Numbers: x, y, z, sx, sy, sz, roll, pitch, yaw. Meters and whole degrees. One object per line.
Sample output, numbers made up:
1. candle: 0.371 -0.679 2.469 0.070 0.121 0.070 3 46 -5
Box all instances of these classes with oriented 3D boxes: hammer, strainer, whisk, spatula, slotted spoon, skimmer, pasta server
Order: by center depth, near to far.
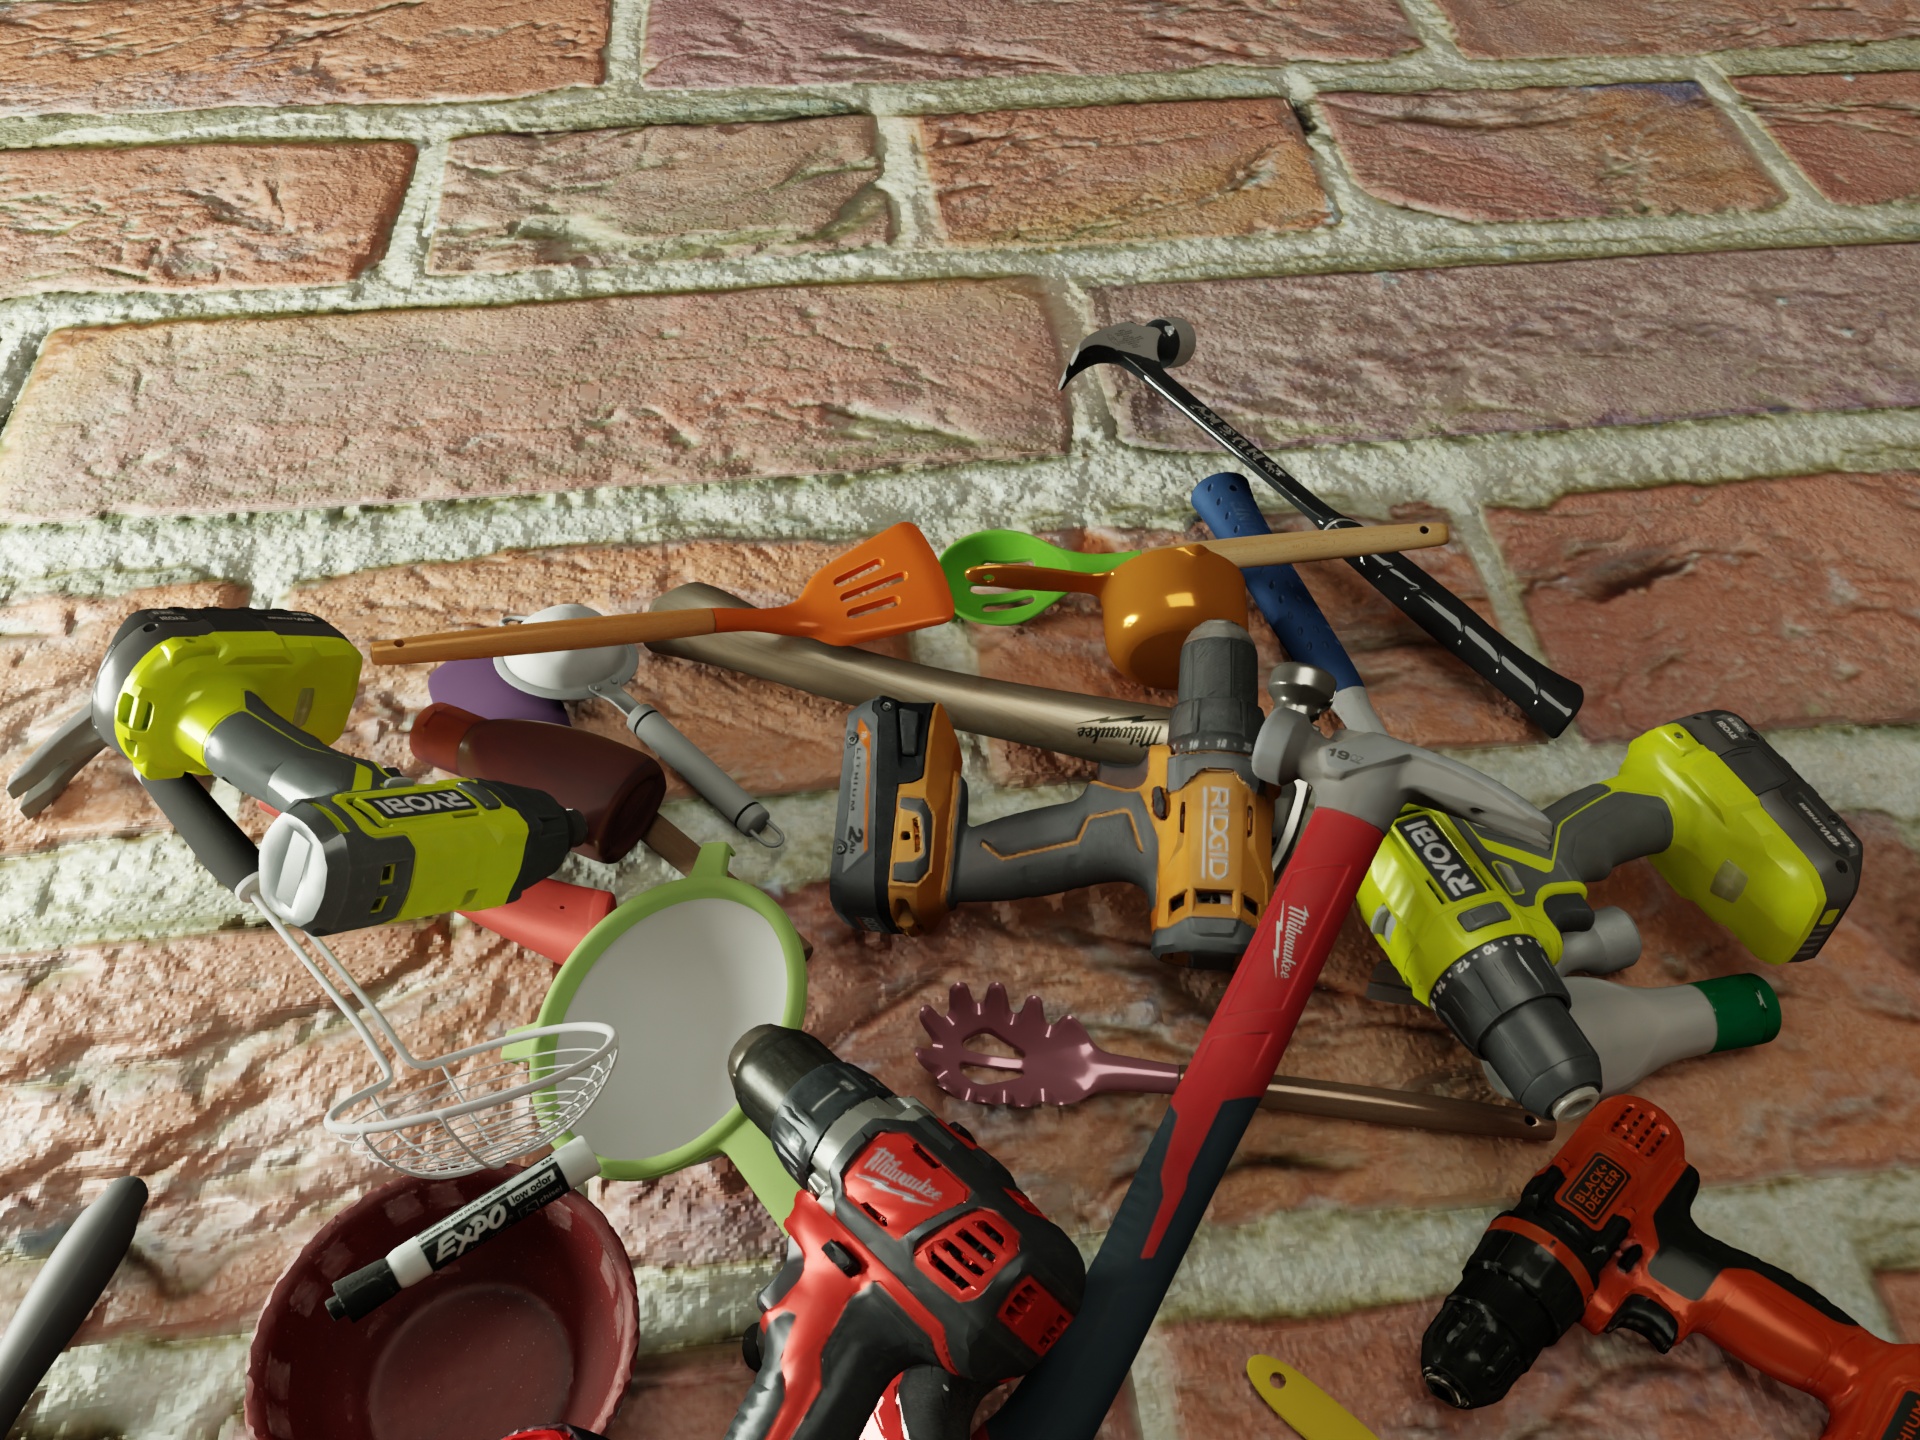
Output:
1. whisk: -0.414 0.298 0.667 0.055 0.055 0.239 10 46 8
2. hammer: 0.127 0.177 0.706 0.143 0.038 0.386 21 70 26
3. strainer: -0.097 0.182 0.734 0.151 0.069 0.257 -44 50 -5
4. skimmer: -0.305 0.092 0.766 0.364 0.090 0.127 36 34 30
5. pasta server: 0.135 0.179 0.785 0.316 0.040 0.060 7 62 3
6. hammer: -0.344 0.061 0.876 0.359 0.036 0.149 23 53 18
7. spatula: -0.163 -0.060 0.898 0.322 0.041 0.081 -8 56 -24
8. spatula: -0.199 0.045 0.905 0.316 0.018 0.060 34 60 26
9. hammer: -0.001 -0.003 0.926 0.411 0.038 0.146 14 72 16
10. strainer: -0.190 -0.007 0.937 0.259 0.050 0.087 39 45 24
11. hammer: 0.229 -0.006 0.945 0.144 0.035 0.406 -13 51 -12
12. slotted spoon: 0.138 -0.098 0.982 0.314 0.031 0.070 -4 65 14
13. hammer: 0.229 -0.133 1.019 0.149 0.036 0.409 -20 57 -45

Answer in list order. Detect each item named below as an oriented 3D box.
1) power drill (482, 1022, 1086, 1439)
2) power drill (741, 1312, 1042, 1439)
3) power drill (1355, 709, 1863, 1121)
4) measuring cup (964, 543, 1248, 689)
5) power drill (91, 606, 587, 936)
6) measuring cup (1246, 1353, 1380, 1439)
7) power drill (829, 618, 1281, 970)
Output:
1. power drill: -0.083 0.233 0.601 0.227 0.080 0.188 -47 45 -13
2. power drill: -0.037 0.313 0.623 0.143 0.078 0.220 -20 40 24
3. power drill: 0.318 0.089 0.788 0.228 0.080 0.191 -14 47 -14
4. measuring cup: 0.088 -0.061 0.944 0.173 0.095 0.052 5 57 -12
5. power drill: -0.311 0.024 0.803 0.223 0.080 0.171 31 18 27
6. measuring cup: 0.188 0.319 0.670 0.157 0.029 0.062 34 57 23
7. power drill: 0.054 0.033 0.840 0.226 0.084 0.185 2 71 8
